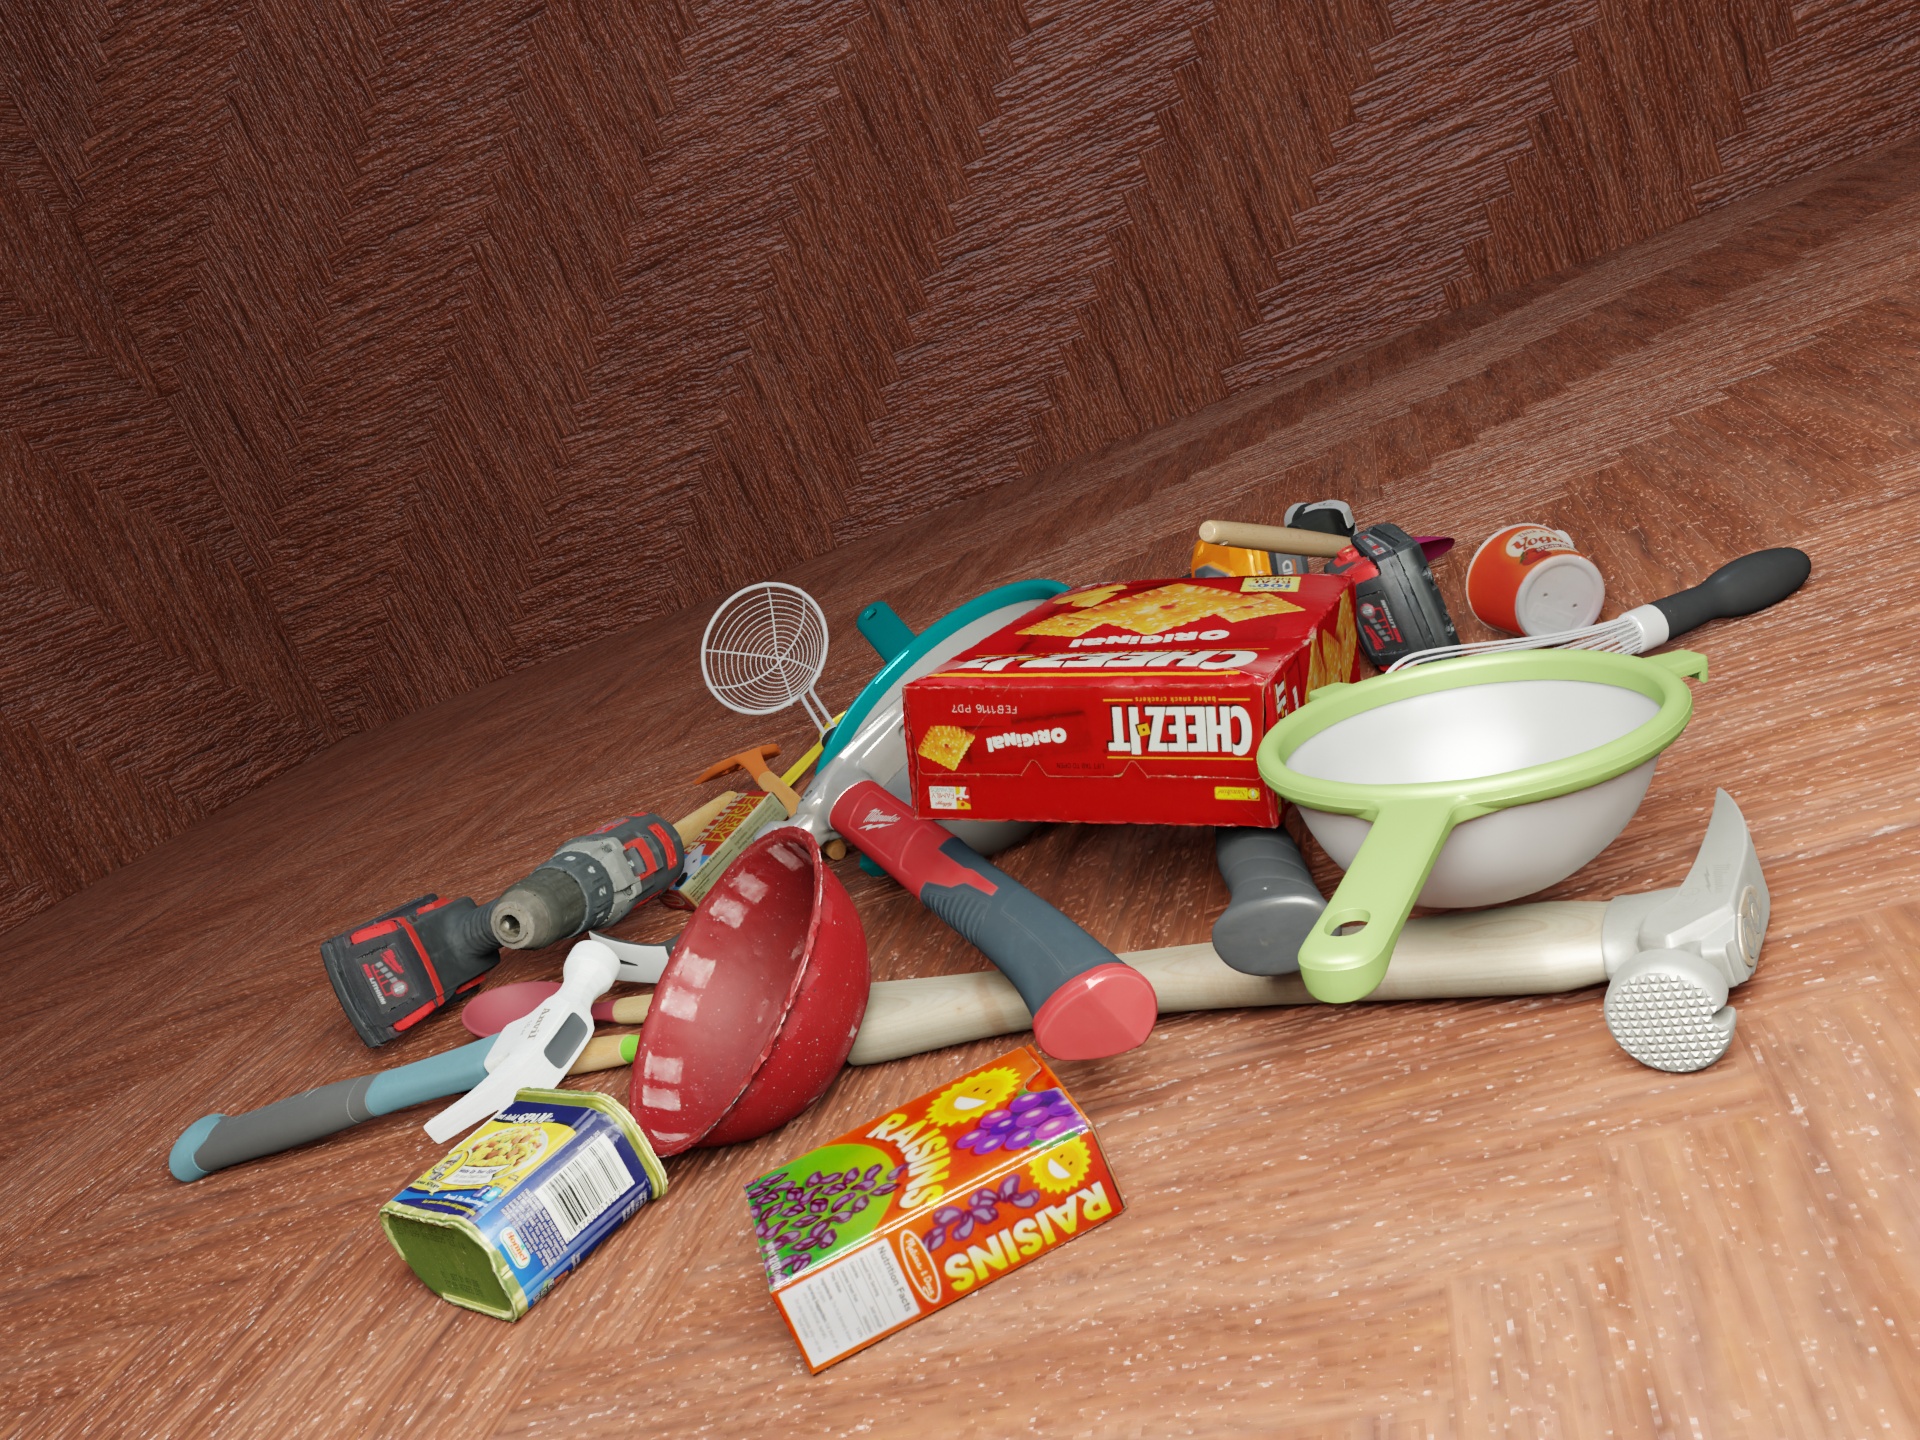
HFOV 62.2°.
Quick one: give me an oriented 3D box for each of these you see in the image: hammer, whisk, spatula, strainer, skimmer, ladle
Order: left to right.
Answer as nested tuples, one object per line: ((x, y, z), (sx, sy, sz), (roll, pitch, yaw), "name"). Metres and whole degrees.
((-0.346, 0.220, 0.929), (0.331, 0.033, 0.128), (-21, 28, 27), "hammer")
((-0.244, 0.108, 1.245), (0.051, 0.047, 0.245), (-3, 17, 26), "whisk")
((-0.179, 0.166, 0.923), (0.315, 0.031, 0.069), (-11, 13, 36), "ladle")
((-0.141, 0.061, 1.239), (0.081, 0.041, 0.323), (-20, 20, -17), "spatula")
((-0.141, -0.023, 1.347), (0.127, 0.090, 0.364), (-45, 26, 1), "skimmer")
((-0.109, 0.073, 1.081), (0.127, 0.034, 0.337), (-5, 24, 28), "hammer")
((-0.002, -0.003, 1.055), (0.211, 0.095, 0.341), (-42, 24, 1), "strainer")
((0.003, 0.062, 0.761), (0.143, 0.038, 0.386), (-45, 21, -8), "hammer")
((0.193, -0.113, 1.390), (0.335, 0.035, 0.146), (-25, 12, -6), "hammer")
((0.111, 0.102, 0.662), (0.411, 0.038, 0.146), (-14, 15, 37), "hammer")
((0.137, 0.044, 0.751), (0.149, 0.036, 0.409), (-19, 7, 8), "hammer")
((0.165, 0.047, 0.539), (0.151, 0.069, 0.256), (-5, 18, 31), "strainer")
((0.324, -0.035, 0.816), (0.284, 0.070, 0.070), (-21, 12, -14), "whisk")

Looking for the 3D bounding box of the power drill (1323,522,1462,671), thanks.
((0.194, -0.041, 1.014), (0.219, 0.078, 0.143), (-24, 11, 11), "power drill")

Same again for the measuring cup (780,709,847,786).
((-0.120, 0.041, 1.351), (0.062, 0.029, 0.156), (-5, 34, 50), "measuring cup")

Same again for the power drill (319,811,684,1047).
((-0.308, 0.137, 1.047), (0.226, 0.080, 0.188), (-24, 2, 18), "power drill")

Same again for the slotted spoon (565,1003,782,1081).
((-0.203, 0.186, 0.883), (0.314, 0.031, 0.070), (-16, 18, 35), "slotted spoon")

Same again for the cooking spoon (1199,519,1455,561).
((0.253, -0.119, 1.083), (0.069, 0.017, 0.318), (-29, -17, 37), "cooking spoon")

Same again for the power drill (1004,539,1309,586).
((0.131, -0.089, 1.202), (0.226, 0.084, 0.164), (-13, 11, -10), "power drill")
